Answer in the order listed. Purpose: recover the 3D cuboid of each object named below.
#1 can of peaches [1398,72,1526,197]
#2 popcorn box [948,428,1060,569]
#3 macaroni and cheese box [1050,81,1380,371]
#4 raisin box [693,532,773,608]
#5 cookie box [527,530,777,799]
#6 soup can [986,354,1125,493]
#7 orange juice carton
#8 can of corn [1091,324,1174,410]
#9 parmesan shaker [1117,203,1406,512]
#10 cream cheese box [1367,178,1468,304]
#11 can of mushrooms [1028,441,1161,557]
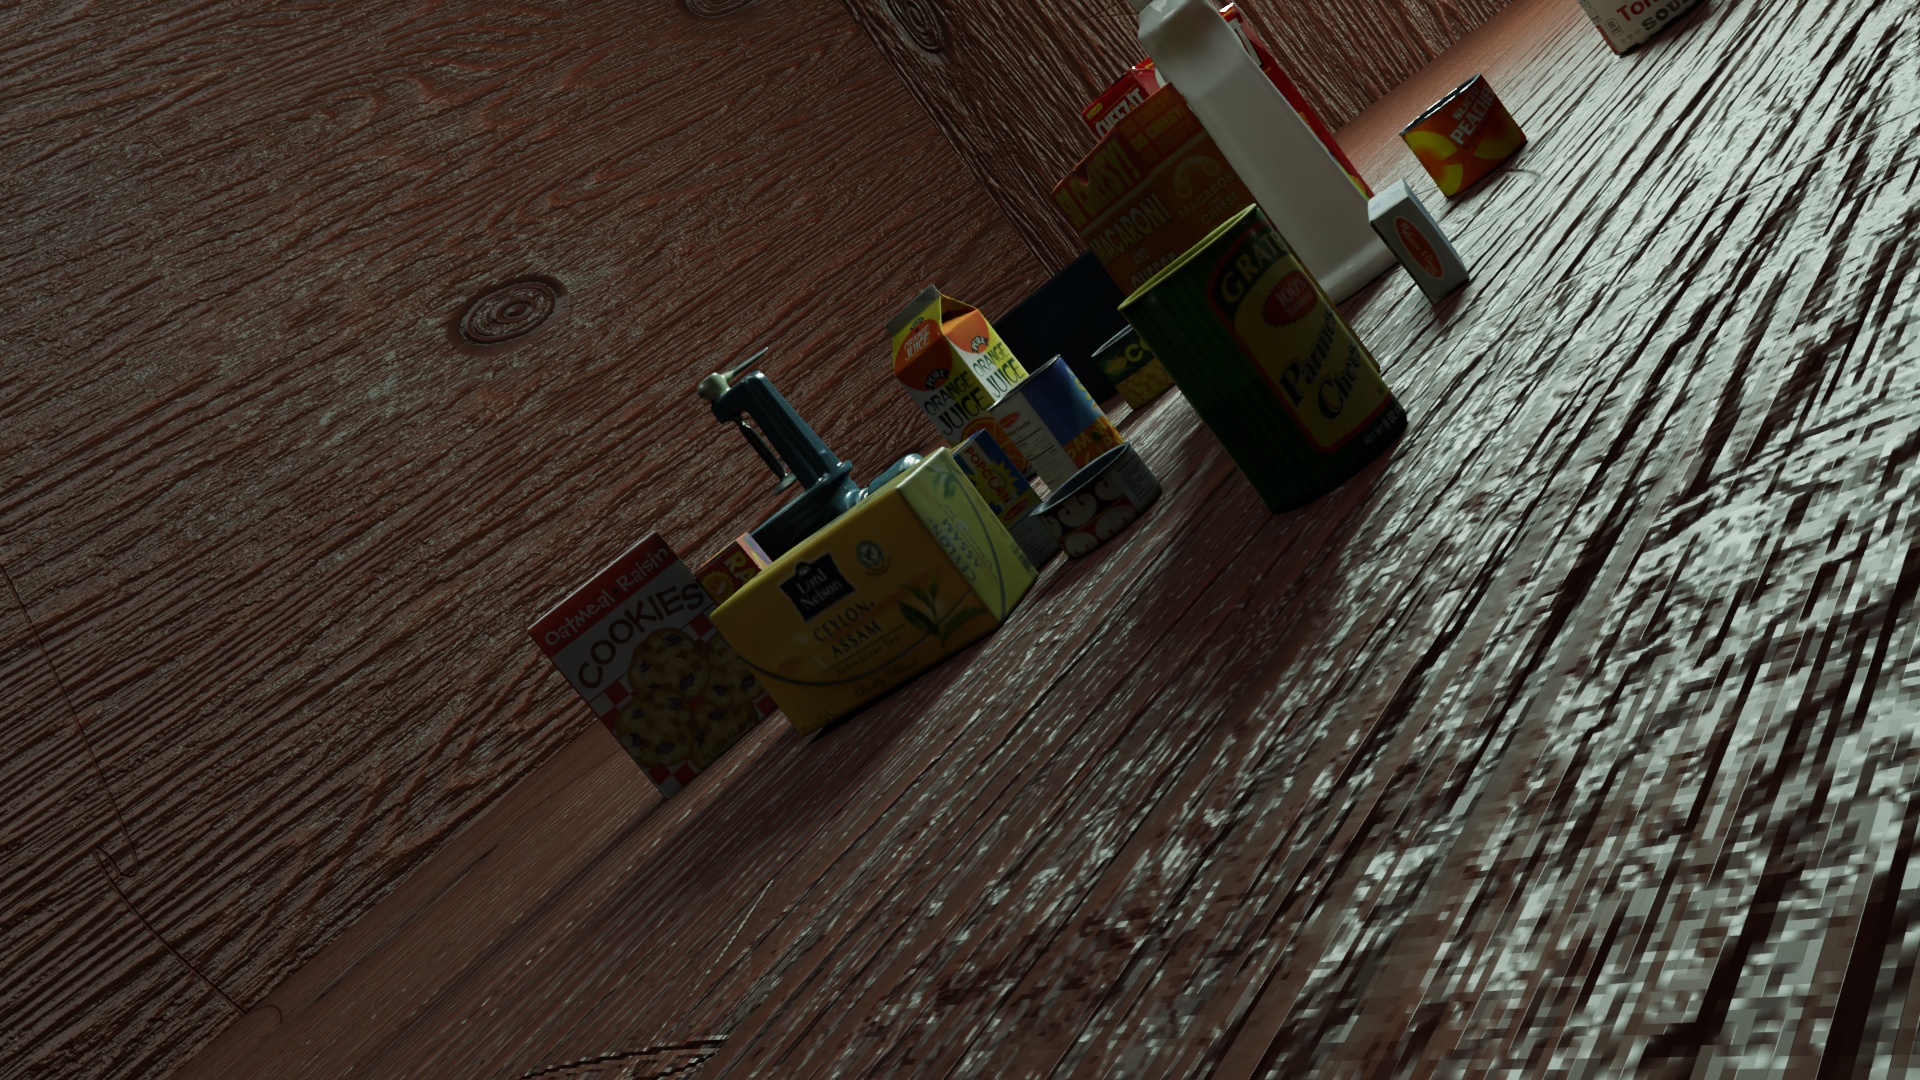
[{"bbox_3d":[0.353,-0.284,0.974,0.071,0.058,0.071,-38,6,5],"label":"can of peaches"},{"bbox_3d":[0.003,-0.011,0.866,0.038,0.085,0.126,-41,7,-26],"label":"popcorn box"},{"bbox_3d":[0.121,-0.133,0.698,0.040,0.166,0.123,-39,6,-8],"label":"macaroni and cheese box"},{"bbox_3d":[-0.121,0.055,0.920,0.040,0.123,0.086,-38,6,0],"label":"raisin box"},{"bbox_3d":[-0.232,0.094,1.071,0.123,0.167,0.040,-40,6,-18],"label":"cookie box"},{"bbox_3d":[0.072,-0.084,1.008,0.071,0.083,0.071,-38,6,5],"label":"soup can"},{"bbox_3d":[0.010,-0.141,1.277,0.071,0.192,0.073,-34,7,39],"label":"orange juice carton"},{"bbox_3d":[0.153,-0.151,1.155,0.071,0.058,0.071,-38,6,5],"label":"can of corn"},{"bbox_3d":[0.121,-0.072,0.549,0.071,0.103,0.071,-38,6,5],"label":"parmesan shaker"},{"bbox_3d":[0.241,-0.160,0.734,0.024,0.053,0.104,-36,6,24],"label":"cream cheese box"},{"bbox_3d":[0.075,-0.021,0.770,0.071,0.033,0.071,-38,6,5],"label":"can of mushrooms"}]
